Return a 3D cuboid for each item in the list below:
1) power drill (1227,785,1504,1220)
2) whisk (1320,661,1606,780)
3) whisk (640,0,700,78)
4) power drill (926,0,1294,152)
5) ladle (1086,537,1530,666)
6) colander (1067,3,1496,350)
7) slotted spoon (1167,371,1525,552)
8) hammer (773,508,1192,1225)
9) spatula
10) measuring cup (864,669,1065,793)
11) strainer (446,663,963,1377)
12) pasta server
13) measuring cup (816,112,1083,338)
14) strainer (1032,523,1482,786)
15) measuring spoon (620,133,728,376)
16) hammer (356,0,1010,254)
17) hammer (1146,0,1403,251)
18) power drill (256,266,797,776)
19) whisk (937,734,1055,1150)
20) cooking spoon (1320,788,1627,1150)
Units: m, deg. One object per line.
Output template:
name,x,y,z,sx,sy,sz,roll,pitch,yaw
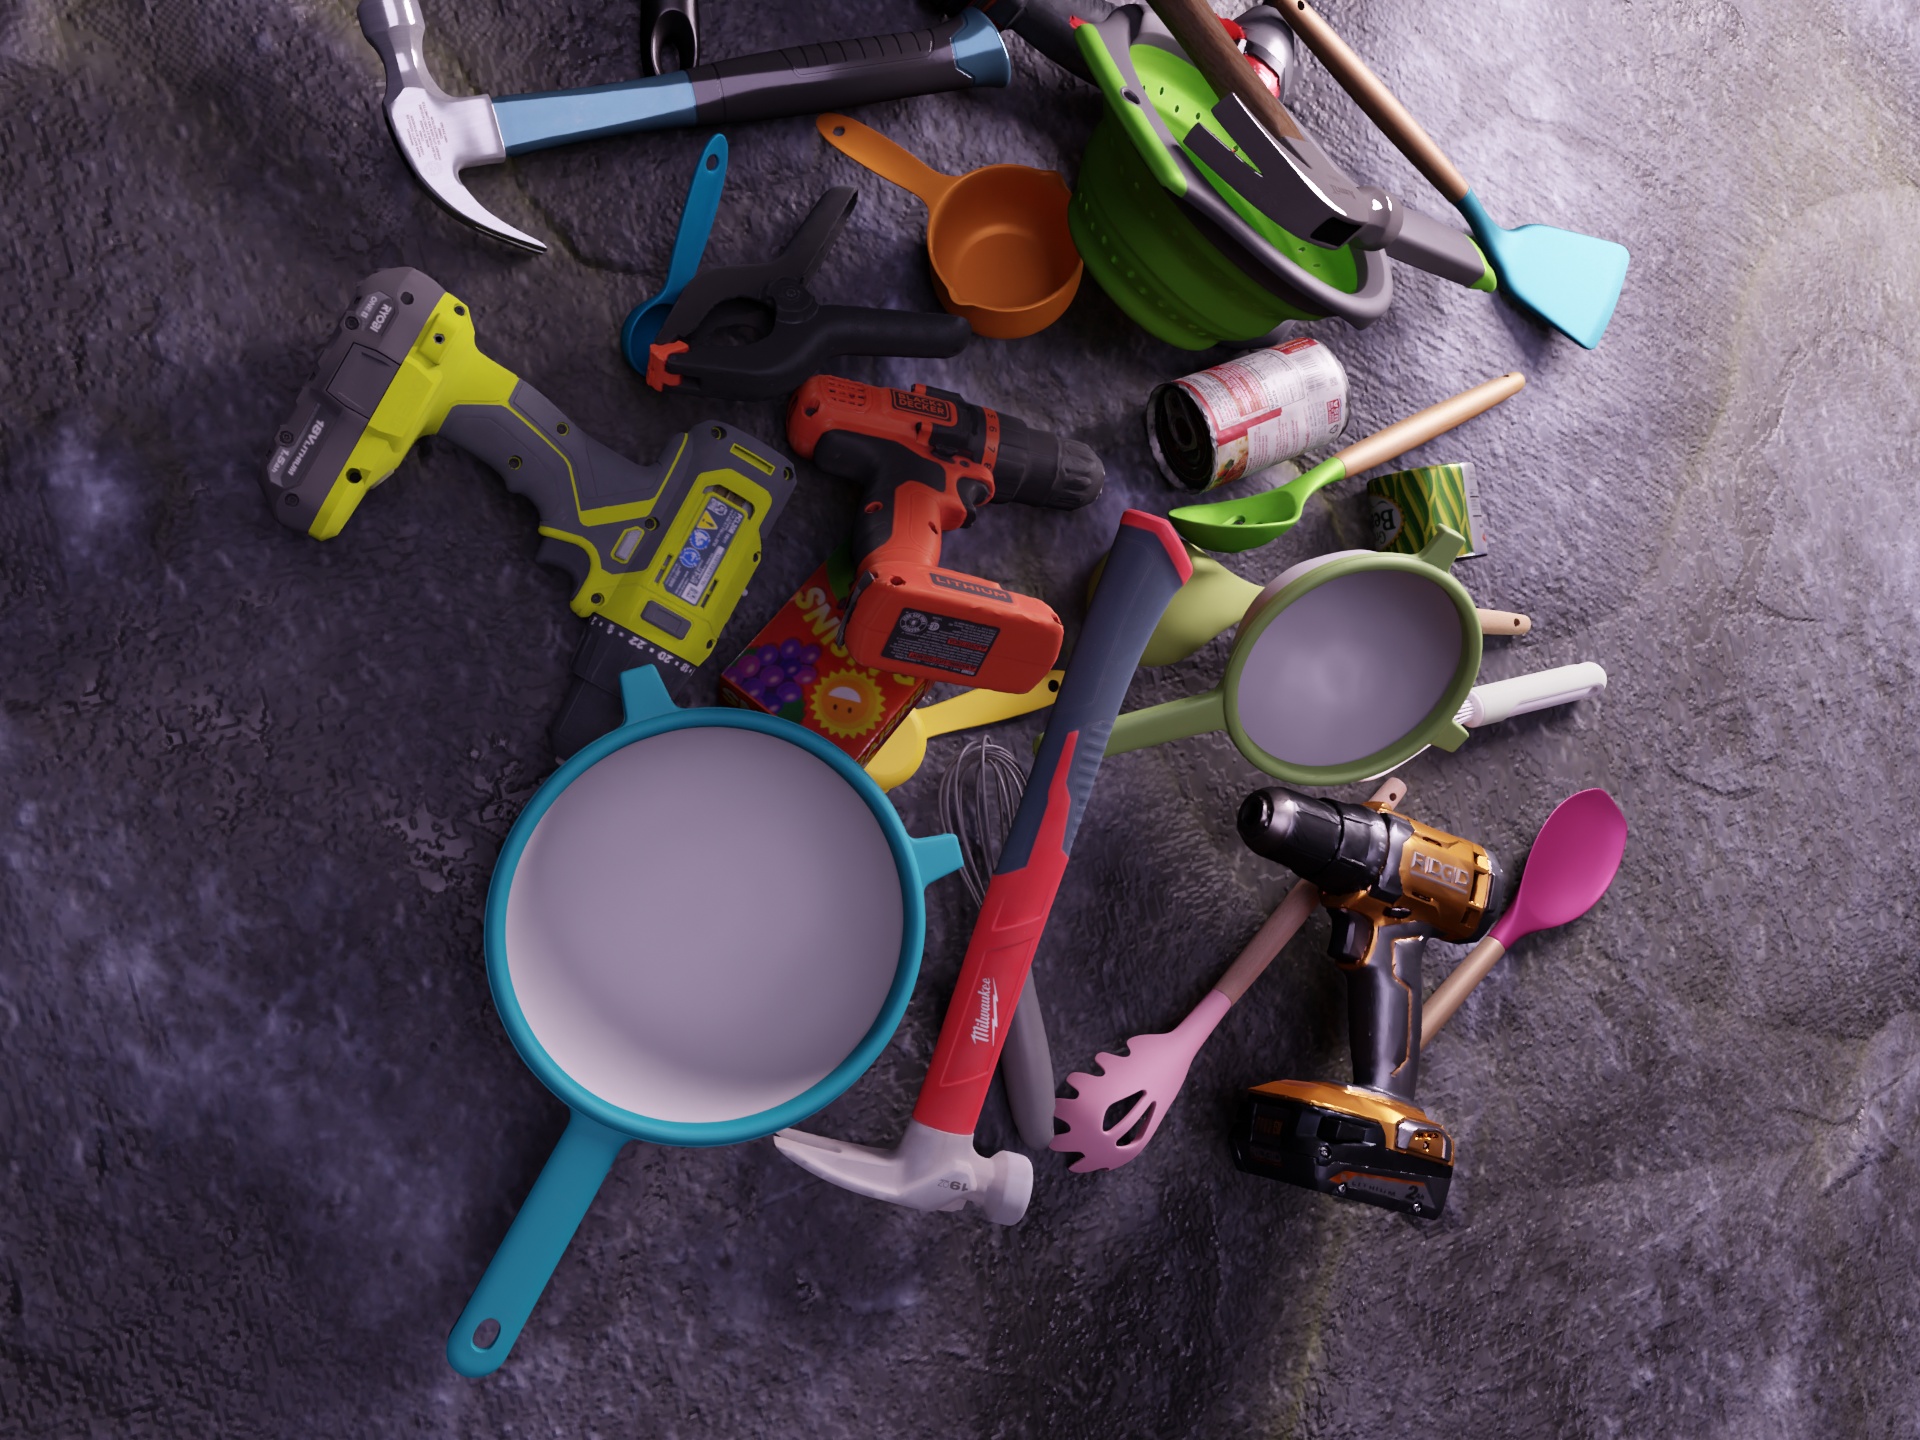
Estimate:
power drill,0.220,0.156,0.918,0.185,0.084,0.226,21,76,-28
whisk,0.315,-0.005,1.003,0.246,0.057,0.059,-12,62,-25
whisk,-0.155,-0.476,0.835,0.073,0.073,0.296,-2,96,-21
power drill,0.097,-0.410,0.918,0.219,0.078,0.143,33,79,-20
ladle,0.222,-0.067,0.977,0.320,0.062,0.078,2,84,-28
colander,0.179,-0.265,0.892,0.397,0.094,0.205,-1,60,-47
slotted spoon,0.247,-0.160,0.967,0.314,0.070,0.031,-27,120,-30
hammer,0.023,0.071,0.840,0.143,0.038,0.386,18,94,-13
spatula,0.306,-0.350,0.992,0.317,0.044,0.082,32,75,-30
measuring cup,-0.001,-0.003,0.888,0.156,0.029,0.062,-17,94,-18
strainer,-0.161,0.154,0.794,0.211,0.095,0.340,30,84,-15
pasta server,0.169,0.146,0.954,0.316,0.040,0.060,-45,103,-20
measuring cup,-0.008,-0.281,0.892,0.174,0.052,0.095,35,81,9
strainer,0.161,-0.027,0.901,0.256,0.069,0.151,-15,126,0
measuring spoon,-0.149,-0.242,0.826,0.042,0.021,0.128,3,111,-55
hammer,-0.128,-0.329,0.830,0.331,0.033,0.128,-17,106,-18
hammer,0.099,-0.371,0.794,0.130,0.031,0.331,-13,68,-51
power drill,-0.217,-0.095,0.786,0.228,0.080,0.190,30,86,-20
whisk,0.027,0.126,0.889,0.055,0.055,0.239,-11,96,-21
cooking spoon,0.325,0.160,1.015,0.319,0.017,0.068,-43,104,-17
